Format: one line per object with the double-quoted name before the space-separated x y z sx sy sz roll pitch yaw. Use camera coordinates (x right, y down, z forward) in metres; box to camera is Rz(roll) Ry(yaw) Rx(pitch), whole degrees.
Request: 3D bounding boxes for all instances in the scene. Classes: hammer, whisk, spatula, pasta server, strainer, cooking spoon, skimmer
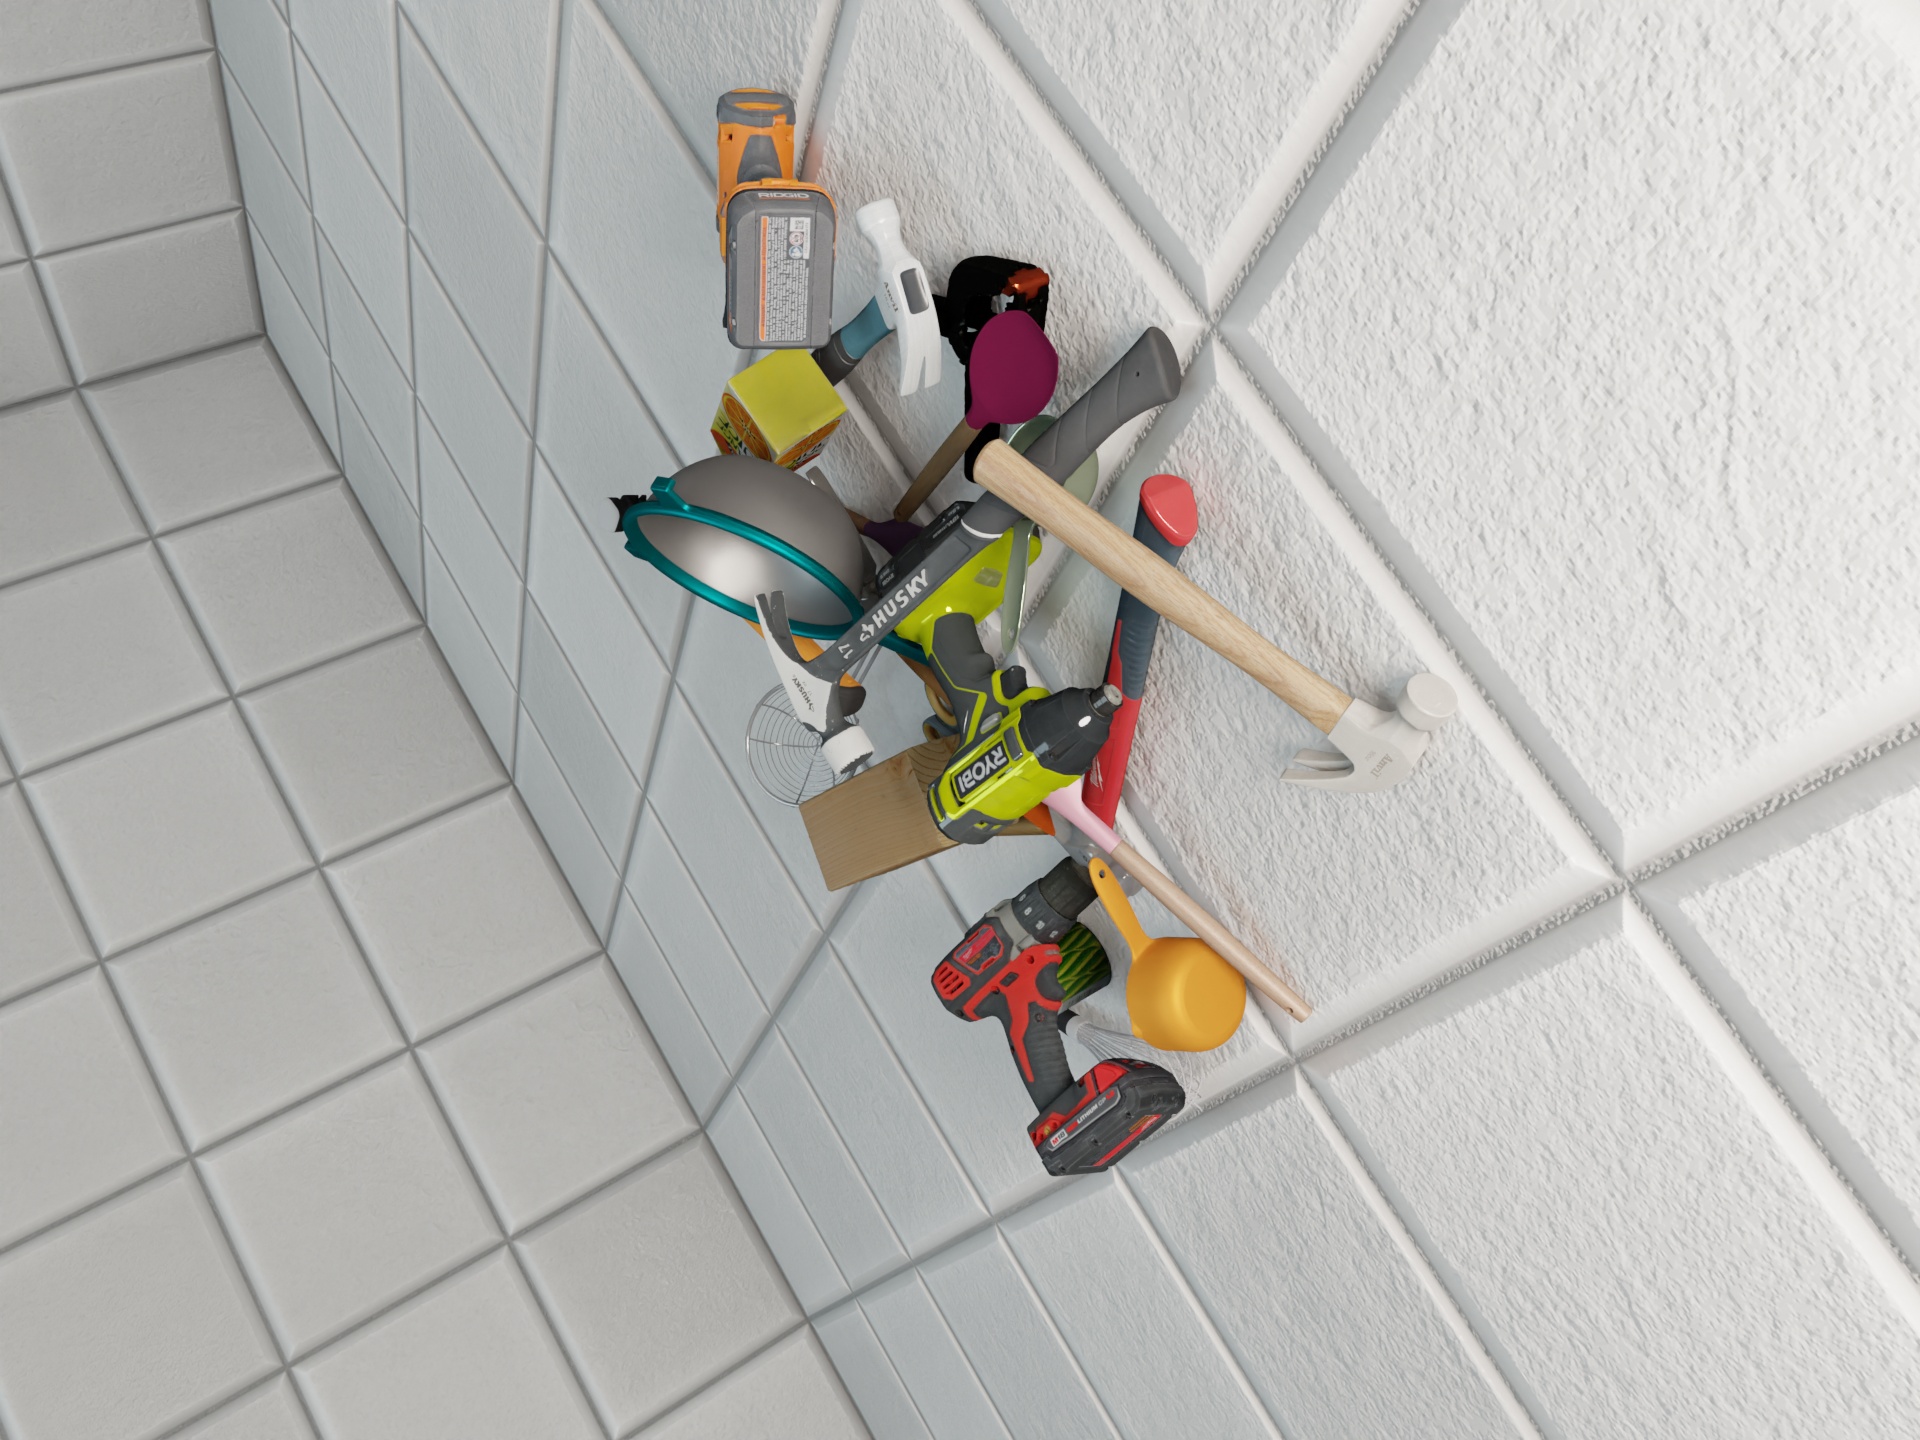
"hammer" -0.197 -0.113 1.479 0.337 0.127 0.034 42 123 29
"hammer" 0.000 -0.126 1.101 0.409 0.036 0.149 -40 78 35
"whisk" 0.013 0.092 1.465 0.245 0.047 0.051 -7 115 58
"spatula" -0.096 -0.179 1.448 0.316 0.018 0.059 31 139 47
"pasta server" 0.141 0.108 1.189 0.316 0.040 0.060 42 144 10
"hammer" 0.110 -0.031 1.178 0.143 0.038 0.386 49 150 32
"spatula" -0.002 -0.004 1.348 0.081 0.041 0.323 40 -178 -34
"strainer" -0.104 -0.128 1.314 0.340 0.095 0.211 25 164 -13
"hammer" -0.189 -0.196 1.557 0.359 0.037 0.149 24 150 56
"whisk" 0.123 0.288 1.416 0.285 0.070 0.070 19 129 61
"hammer" 0.142 -0.069 0.991 0.331 0.031 0.130 38 147 13
"cooking spoon" 0.002 -0.210 1.168 0.069 0.017 0.319 53 155 1
"skimmer" -0.112 -0.038 1.468 0.127 0.090 0.363 55 148 13
"hammer" -0.089 -0.300 1.268 0.128 0.033 0.331 68 161 -6

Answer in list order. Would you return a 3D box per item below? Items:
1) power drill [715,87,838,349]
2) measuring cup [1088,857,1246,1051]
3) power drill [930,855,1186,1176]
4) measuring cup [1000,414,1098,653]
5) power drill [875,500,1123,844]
"power drill" -0.150 -0.372 1.232 0.227 0.084 0.164 -108 19 -48
"measuring cup" 0.154 0.174 1.198 0.052 0.095 0.173 -9 117 55
"power drill" 0.090 0.237 1.309 0.188 0.080 0.227 -45 57 20
"measuring cup" 0.057 -0.128 1.114 0.083 0.038 0.167 12 94 51
"power drill" 0.027 -0.044 1.170 0.171 0.080 0.223 -39 56 33
